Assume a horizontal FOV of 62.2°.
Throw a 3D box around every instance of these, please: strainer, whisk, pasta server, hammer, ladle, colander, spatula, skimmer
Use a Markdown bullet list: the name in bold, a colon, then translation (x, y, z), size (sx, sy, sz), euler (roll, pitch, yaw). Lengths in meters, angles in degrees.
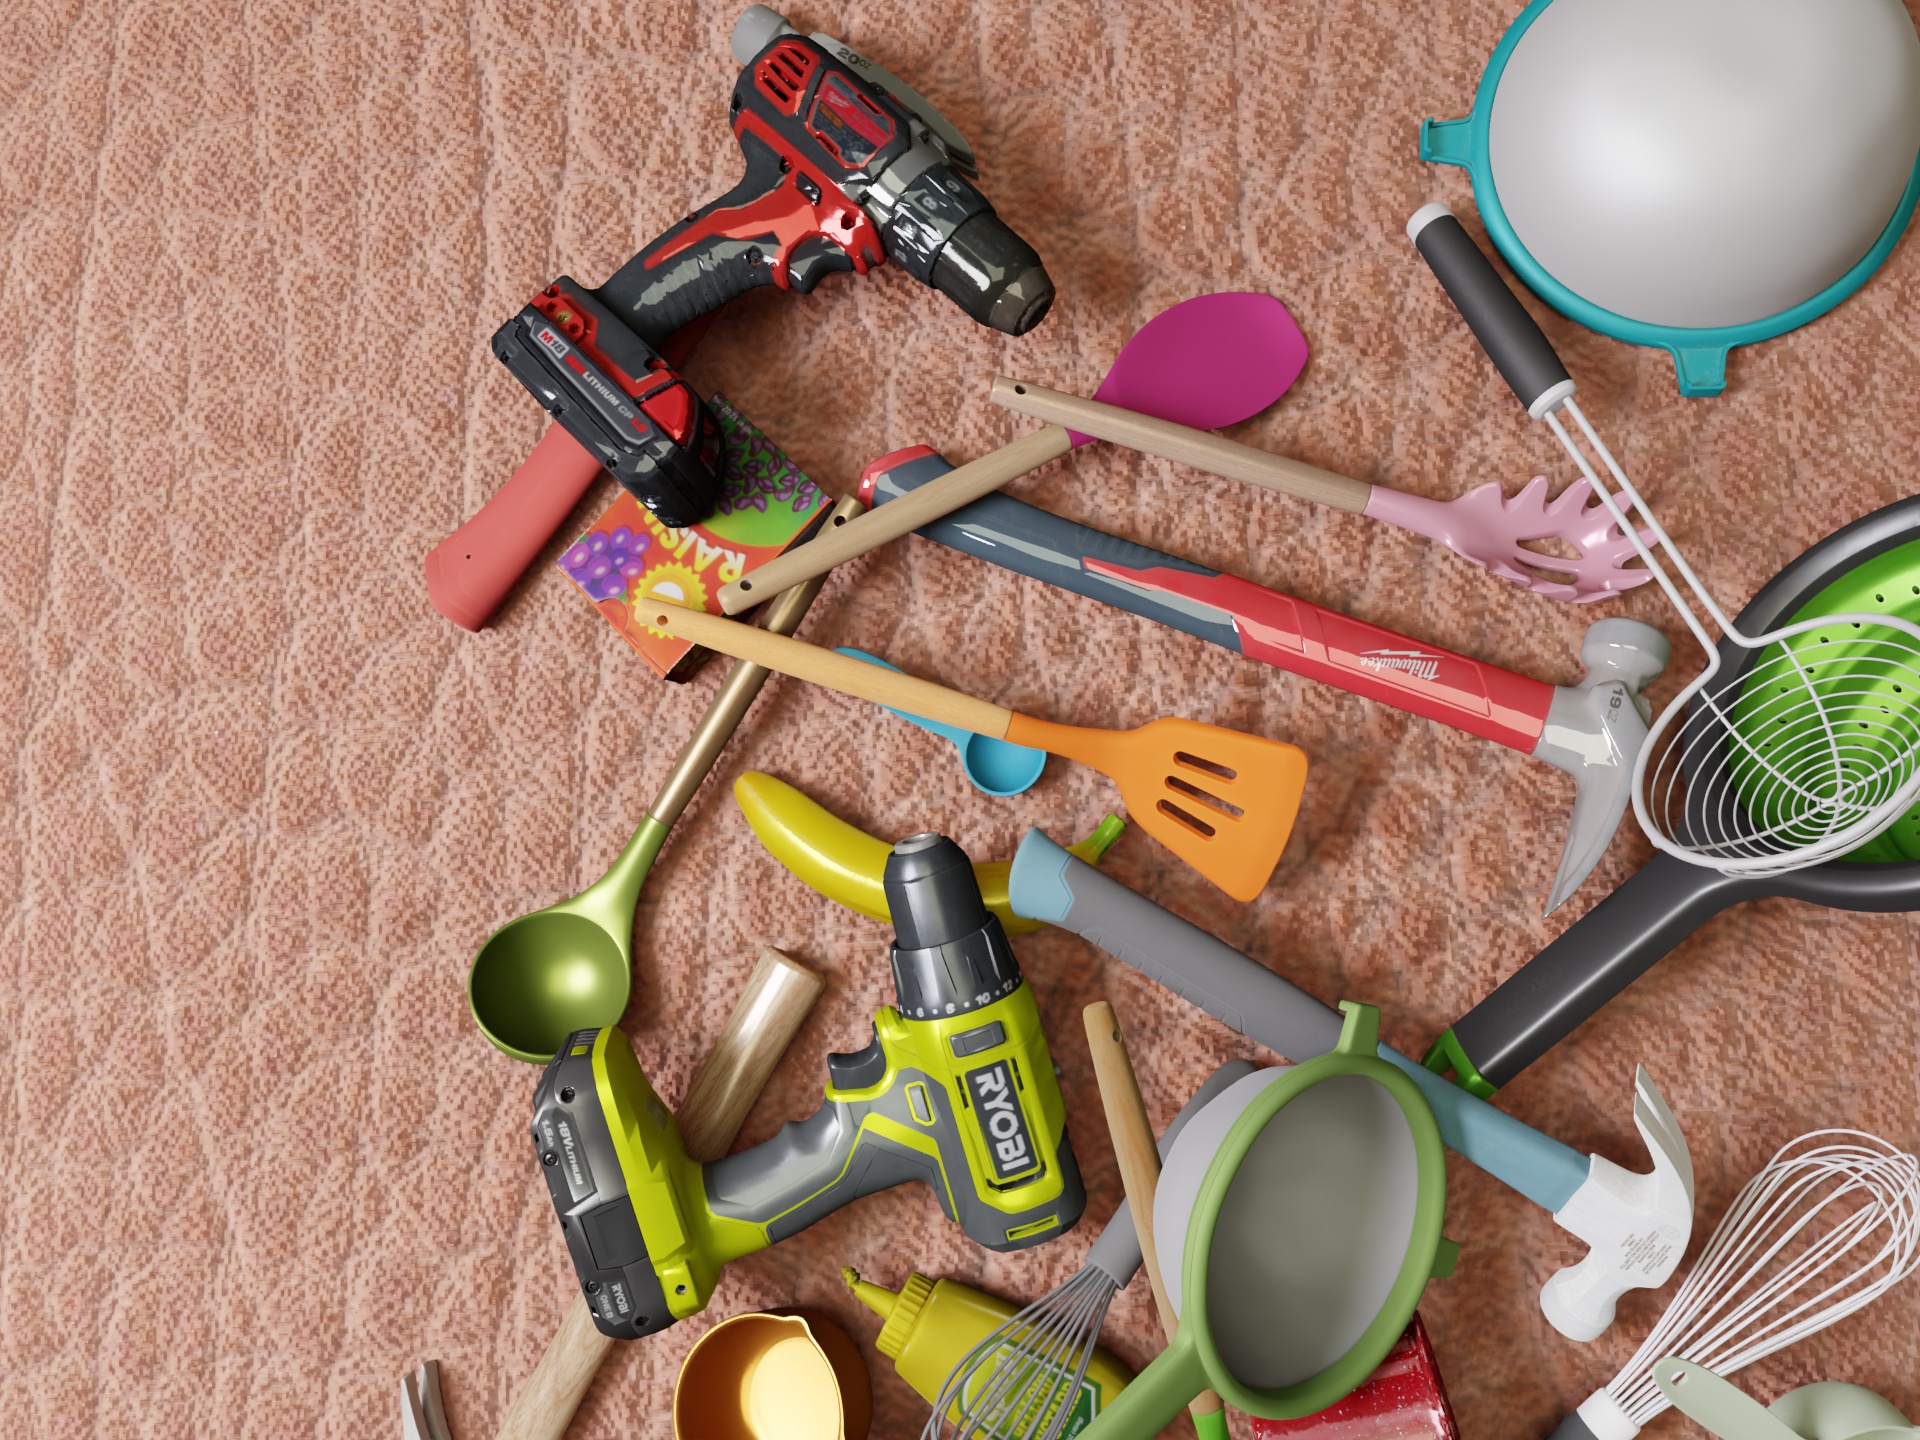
- **strainer**: translation (0.396, -0.330, 0.728), size (0.340, 0.095, 0.211), euler (-44, 80, 3)
- **strainer**: translation (0.092, 0.232, 0.644), size (0.256, 0.069, 0.151), euler (-34, 115, -25)
- **whisk**: translation (0.063, 0.245, 0.713), size (0.055, 0.055, 0.239), euler (38, 68, 10)
- **pasta server**: translation (0.167, -0.115, 0.748), size (0.316, 0.040, 0.060), euler (17, 71, 0)
- **hammer**: translation (-0.150, -0.192, 0.825), size (0.149, 0.036, 0.359), euler (36, 90, 10)
- **hammer**: translation (0.124, -0.038, 0.756), size (0.386, 0.038, 0.143), euler (20, 74, 12)
- **hammer**: translation (0.166, 0.146, 0.707), size (0.331, 0.033, 0.128), euler (30, 125, 9)
- **ladle**: translation (-0.136, 0.027, 0.778), size (0.078, 0.062, 0.320), euler (32, 94, 3)
- **colander**: translation (0.369, 0.061, 0.693), size (0.094, 0.205, 0.397), euler (36, 109, -24)
- **hammer**: translation (-0.163, 0.261, 0.783), size (0.130, 0.031, 0.331), euler (29, 89, 10)
- **spatula**: translation (-0.001, -0.002, 0.748), size (0.322, 0.041, 0.081), euler (17, 111, 1)
- **skimmer**: translation (0.279, -0.101, 0.683), size (0.127, 0.090, 0.364), euler (-37, 62, 27)
- **whisk**: translation (0.310, 0.287, 0.701), size (0.284, 0.070, 0.070), euler (-45, 80, 7)

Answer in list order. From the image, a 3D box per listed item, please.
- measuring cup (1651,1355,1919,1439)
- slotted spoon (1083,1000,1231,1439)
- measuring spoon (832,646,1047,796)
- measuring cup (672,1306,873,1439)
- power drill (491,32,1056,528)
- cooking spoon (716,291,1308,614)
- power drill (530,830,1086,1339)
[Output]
- **measuring cup**: translation (0.338, 0.295, 0.668), size (0.167, 0.038, 0.083), euler (35, 100, -18)
- **slotted spoon**: translation (0.100, 0.274, 0.690), size (0.031, 0.070, 0.314), euler (-14, 91, 41)
- **measuring spoon**: translation (-0.012, -0.002, 0.798), size (0.129, 0.021, 0.042), euler (30, 86, 19)
- **measuring cup**: translation (-0.049, 0.338, 0.732), size (0.174, 0.052, 0.095), euler (24, 86, 22)
- **power drill**: translation (-0.085, -0.197, 0.761), size (0.188, 0.080, 0.227), euler (44, 86, 10)
- **cooking spoon**: translation (0.028, -0.126, 0.767), size (0.319, 0.017, 0.069), euler (-27, 79, -11)
- **power drill**: translation (-0.070, 0.168, 0.725), size (0.228, 0.080, 0.190), euler (-17, 97, -5)
